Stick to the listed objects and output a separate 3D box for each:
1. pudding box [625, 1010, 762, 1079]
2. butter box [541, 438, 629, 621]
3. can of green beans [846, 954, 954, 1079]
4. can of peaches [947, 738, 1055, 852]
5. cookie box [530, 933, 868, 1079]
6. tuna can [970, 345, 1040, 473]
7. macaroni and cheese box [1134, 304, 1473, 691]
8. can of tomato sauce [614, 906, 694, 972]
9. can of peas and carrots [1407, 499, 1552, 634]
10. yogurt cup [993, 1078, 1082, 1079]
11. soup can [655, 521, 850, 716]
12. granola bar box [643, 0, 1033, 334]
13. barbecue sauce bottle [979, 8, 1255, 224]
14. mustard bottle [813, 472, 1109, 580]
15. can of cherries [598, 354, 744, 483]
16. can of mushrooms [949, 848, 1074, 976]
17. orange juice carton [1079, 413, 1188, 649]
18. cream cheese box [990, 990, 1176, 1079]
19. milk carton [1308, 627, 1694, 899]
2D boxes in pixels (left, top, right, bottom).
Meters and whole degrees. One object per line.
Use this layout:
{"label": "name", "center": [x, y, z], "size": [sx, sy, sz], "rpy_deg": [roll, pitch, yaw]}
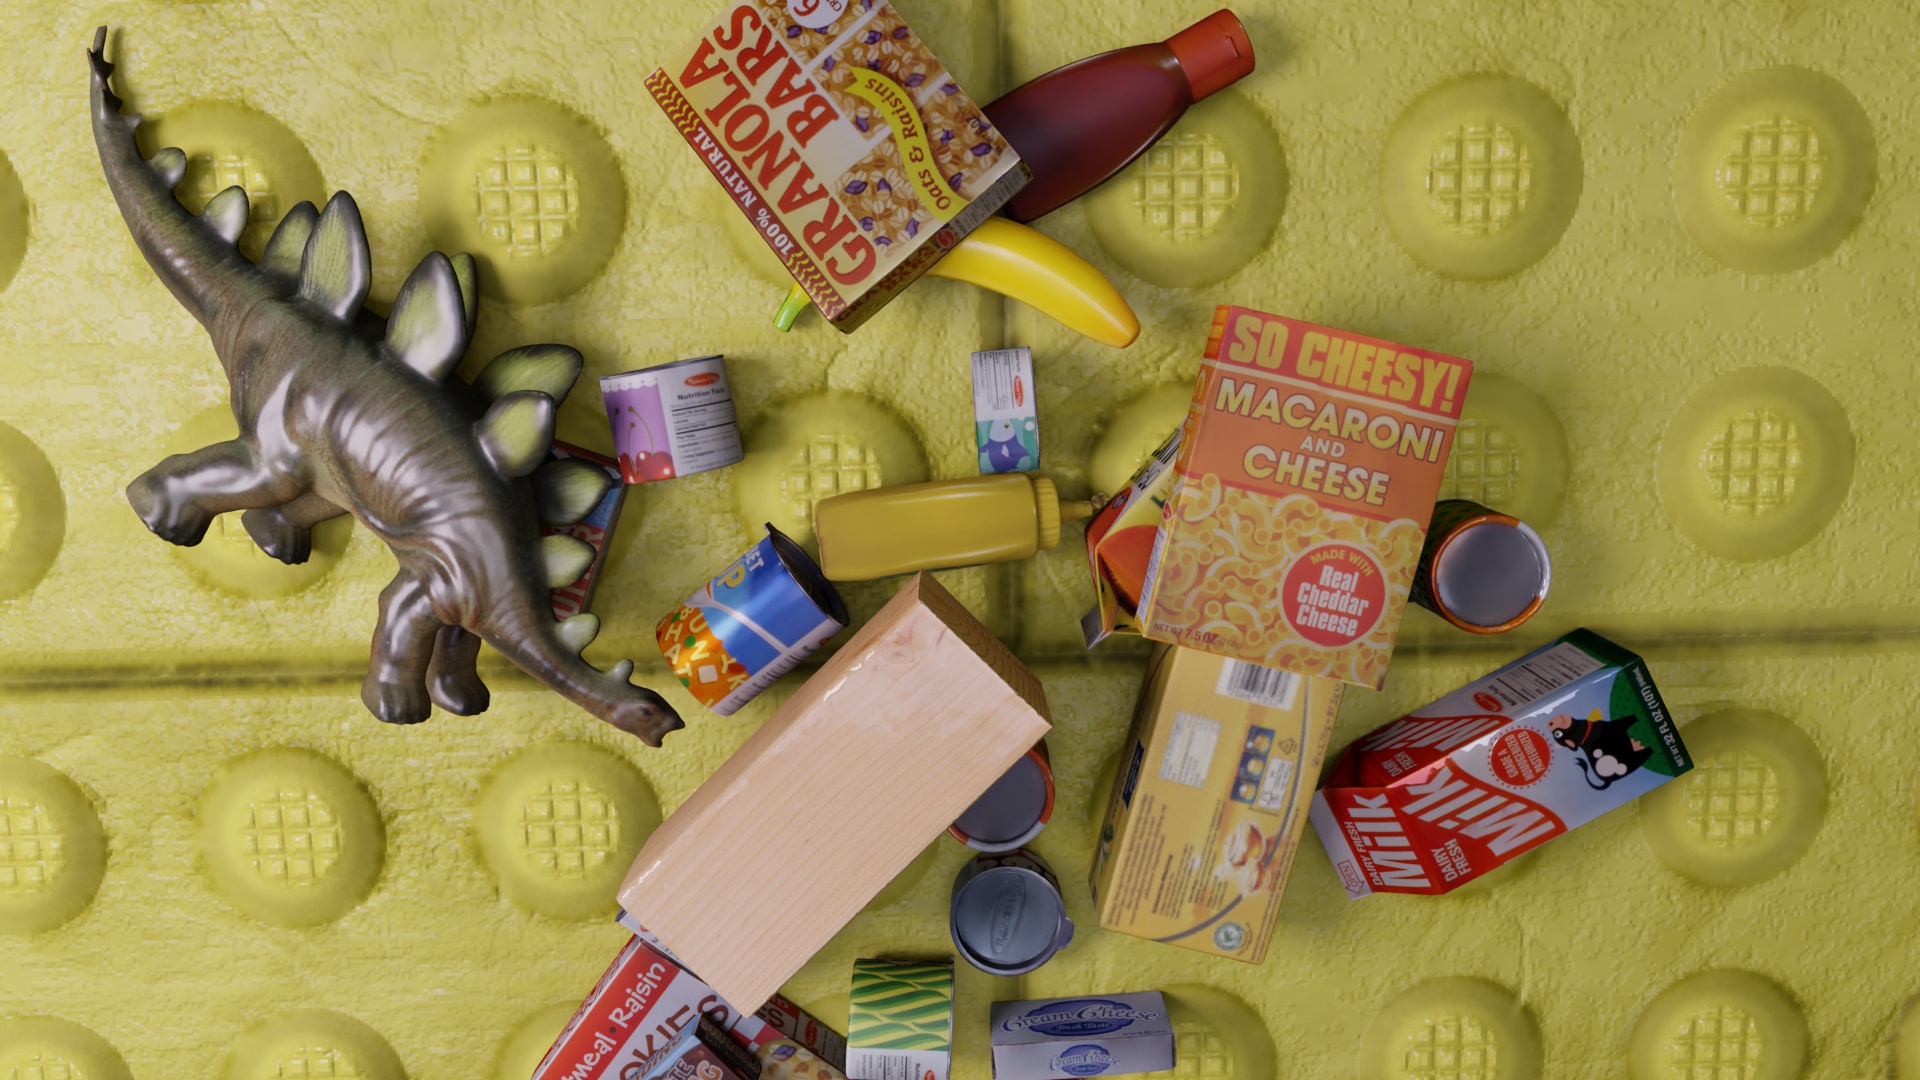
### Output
{"label": "pudding box", "center": [-0.158, 0.309, 0.771], "size": [0.083, 0.030, 0.049], "rpy_deg": [-42, 97, 5]}
{"label": "butter box", "center": [-0.221, -0.001, 0.766], "size": [0.053, 0.024, 0.103], "rpy_deg": [19, 98, -3]}
{"label": "can of green beans", "center": [-0.034, 0.273, 0.790], "size": [0.058, 0.071, 0.071], "rpy_deg": [3, 99, 0]}
{"label": "can of peaches", "center": [0.017, 0.130, 0.773], "size": [0.071, 0.058, 0.071], "rpy_deg": [0, 100, -1]}
{"label": "cookie box", "center": [-0.149, 0.315, 0.810], "size": [0.167, 0.040, 0.123], "rpy_deg": [36, 97, -7]}
{"label": "tuna can", "center": [0.024, -0.068, 0.740], "size": [0.033, 0.071, 0.071], "rpy_deg": [-5, 99, 1]}
{"label": "macaroni and cheese box", "center": [0.166, -0.022, 0.686], "size": [0.124, 0.040, 0.166], "rpy_deg": [13, 98, -2]}
{"label": "can of tomato sauce", "center": [-0.139, 0.207, 0.781], "size": [0.083, 0.071, 0.071], "rpy_deg": [36, 97, -6]}
{"label": "can of peas and carrots", "center": [0.276, 0.015, 0.758], "size": [0.071, 0.059, 0.071], "rpy_deg": [0, 99, 0]}
{"label": "yogurt cup", "center": [0.047, 0.347, 0.809], "size": [0.072, 0.054, 0.072], "rpy_deg": [0, 98, -1]}
{"label": "soup can", "center": [-0.114, 0.043, 0.754], "size": [0.084, 0.071, 0.071], "rpy_deg": [-38, 98, 5]}
{"label": "granola bar box", "center": [-0.063, -0.207, 0.703], "size": [0.124, 0.039, 0.166], "rpy_deg": [-39, 78, 7]}
{"label": "barbecue sauce bottle", "center": [0.080, -0.226, 0.725], "size": [0.148, 0.044, 0.064], "rpy_deg": [-28, 107, 3]}
{"label": "mustard bottle", "center": [0.003, -0.009, 0.749], "size": [0.160, 0.065, 0.048], "rpy_deg": [-7, 96, -4]}
{"label": "can of cherries", "center": [-0.154, -0.065, 0.739], "size": [0.071, 0.071, 0.058], "rpy_deg": [-11, 100, 1]}
{"label": "can of mushrooms", "center": [0.029, 0.213, 0.799], "size": [0.071, 0.033, 0.071], "rpy_deg": [0, 98, -1]}
{"label": "orange juice carton", "center": [0.131, -0.019, 0.744], "size": [0.073, 0.072, 0.192], "rpy_deg": [41, 96, -6]}
{"label": "cream cheese box", "center": [0.069, 0.285, 0.800], "size": [0.104, 0.053, 0.024], "rpy_deg": [-4, 97, 0]}
{"label": "milk carton", "center": [0.288, 0.129, 0.768], "size": [0.190, 0.073, 0.072], "rpy_deg": [-27, 99, 4]}
